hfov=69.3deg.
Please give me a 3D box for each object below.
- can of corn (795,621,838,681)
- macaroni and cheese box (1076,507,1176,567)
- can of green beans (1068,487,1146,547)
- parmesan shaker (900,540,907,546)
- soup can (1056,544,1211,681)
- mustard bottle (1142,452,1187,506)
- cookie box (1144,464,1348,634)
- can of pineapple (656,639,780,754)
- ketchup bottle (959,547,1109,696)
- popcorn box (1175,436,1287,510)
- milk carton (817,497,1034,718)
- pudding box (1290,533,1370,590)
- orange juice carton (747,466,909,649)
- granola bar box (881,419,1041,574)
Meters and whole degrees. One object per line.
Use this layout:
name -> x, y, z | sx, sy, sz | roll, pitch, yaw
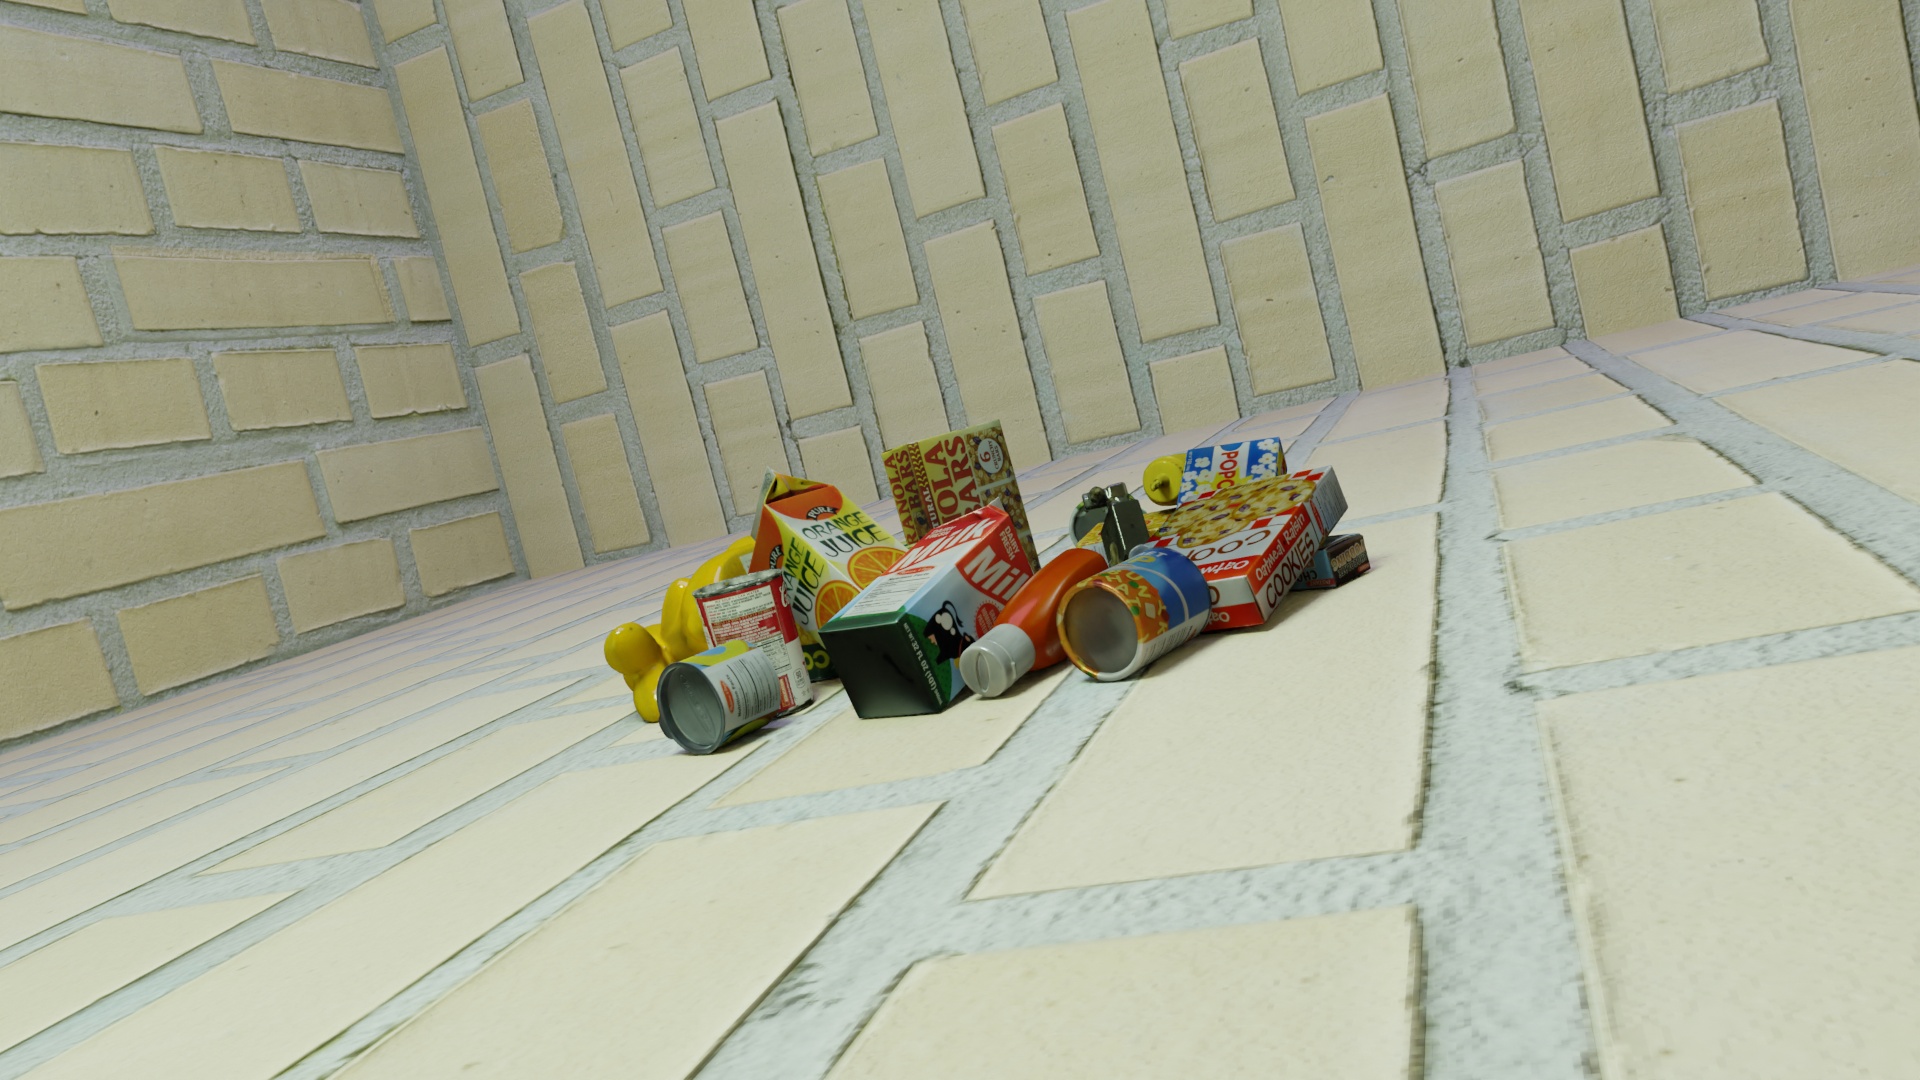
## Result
can of corn -> -0.105, 0.078, 1.136 | 0.071, 0.058, 0.071 | -14, 5, 1
macaroni and cheese box -> 0.202, -0.006, 1.296 | 0.166, 0.040, 0.124 | -12, 6, 16
can of green beans -> 0.147, -0.017, 1.407 | 0.071, 0.071, 0.058 | -12, 6, 18
parmesan shaker -> -0.011, 0.023, 1.420 | 0.103, 0.071, 0.071 | -16, 6, -7
soup can -> 0.109, 0.044, 0.885 | 0.071, 0.071, 0.084 | -9, 7, 41
mustard bottle -> 0.207, -0.059, 1.326 | 0.065, 0.049, 0.160 | -14, -1, 23
cookie box -> 0.186, 0.011, 0.982 | 0.122, 0.040, 0.168 | -12, 20, 40
can of pineapple -> -0.169, 0.108, 0.965 | 0.071, 0.071, 0.058 | -10, 6, 38
ketchup bottle -> 0.054, 0.058, 0.944 | 0.043, 0.064, 0.149 | 7, 24, 32
popcorn box -> 0.234, -0.033, 1.200 | 0.085, 0.038, 0.127 | -8, 37, 23
milk carton -> -0.006, 0.041, 0.970 | 0.073, 0.072, 0.191 | -10, 22, 38
pudding box -> 0.248, 0.017, 1.013 | 0.050, 0.030, 0.083 | -21, 8, -41
orange juice carton -> -0.099, 0.022, 1.076 | 0.073, 0.071, 0.193 | -19, 48, -43
granola bar box -> 0.004, -0.016, 1.248 | 0.039, 0.165, 0.125 | -12, 5, 45
